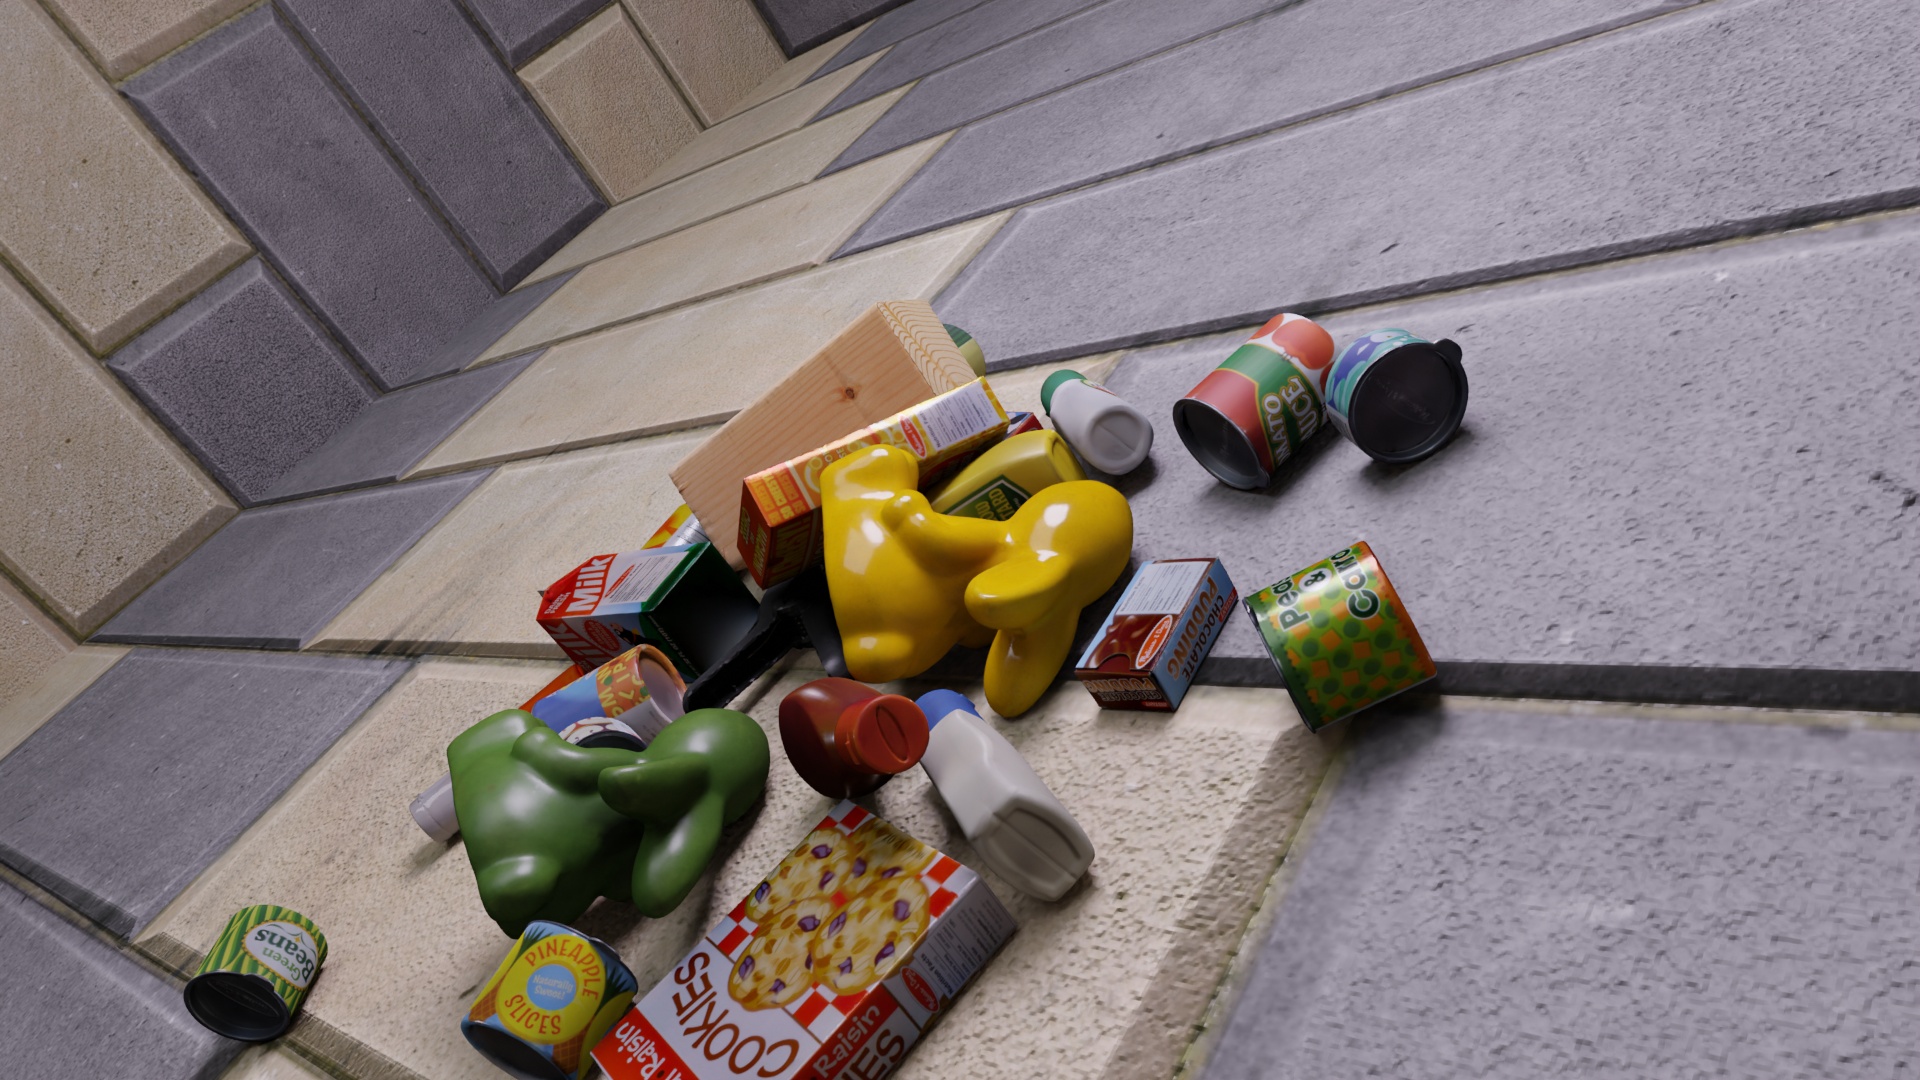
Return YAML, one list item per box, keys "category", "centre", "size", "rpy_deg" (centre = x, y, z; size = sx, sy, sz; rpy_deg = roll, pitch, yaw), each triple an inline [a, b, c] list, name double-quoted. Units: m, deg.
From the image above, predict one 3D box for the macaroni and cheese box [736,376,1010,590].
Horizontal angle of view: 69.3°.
- category: "macaroni and cheese box"
  centre: [-0.058, -0.034, 0.893]
  size: [0.167, 0.040, 0.123]
  rpy_deg: [-26, -13, -19]

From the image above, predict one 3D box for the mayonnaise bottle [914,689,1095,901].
- category: "mayonnaise bottle"
  centre: [0.010, 0.113, 0.660]
  size: [0.041, 0.064, 0.148]
  rpy_deg: [-48, 23, -1]

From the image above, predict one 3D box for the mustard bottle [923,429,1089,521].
- category: "mustard bottle"
  centre: [0.003, -0.011, 0.878]
  size: [0.160, 0.065, 0.049]
  rpy_deg: [-28, 19, 25]

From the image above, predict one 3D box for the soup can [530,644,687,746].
- category: "soup can"
  centre: [-0.230, 0.114, 0.920]
  size: [0.083, 0.071, 0.071]
  rpy_deg: [-29, 26, 8]

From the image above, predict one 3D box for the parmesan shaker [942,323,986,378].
- category: "parmesan shaker"
  centre: [-0.034, -0.116, 1.075]
  size: [0.071, 0.071, 0.103]
  rpy_deg: [-10, 23, 40]

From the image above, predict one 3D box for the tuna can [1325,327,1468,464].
- category: "tuna can"
  centre: [0.228, -0.078, 0.724]
  size: [0.071, 0.071, 0.033]
  rpy_deg: [-32, 26, 3]

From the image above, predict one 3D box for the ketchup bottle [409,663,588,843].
- category: "ketchup bottle"
  centre: [-0.318, 0.151, 0.983]
  size: [0.149, 0.043, 0.065]
  rpy_deg: [-39, 26, -10]

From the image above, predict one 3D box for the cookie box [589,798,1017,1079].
- category: "cookie box"
  centre: [-0.072, 0.203, 0.622]
  size: [0.168, 0.040, 0.123]
  rpy_deg: [-43, 28, -21]

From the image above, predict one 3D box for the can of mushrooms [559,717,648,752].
- category: "can of mushrooms"
  centre: [-0.226, 0.146, 0.861]
  size: [0.071, 0.071, 0.033]
  rpy_deg: [-41, 26, -15]

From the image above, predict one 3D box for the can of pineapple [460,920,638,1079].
- category: "can of pineapple"
  centre: [-0.204, 0.231, 0.690]
  size: [0.071, 0.071, 0.058]
  rpy_deg: [-12, 35, 38]

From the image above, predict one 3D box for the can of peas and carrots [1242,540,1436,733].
- category: "can of peas and carrots"
  centre: [0.162, 0.039, 0.598]
  size: [0.058, 0.070, 0.071]
  rpy_deg: [-28, 27, 12]

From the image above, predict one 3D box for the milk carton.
- category: "milk carton"
  centre: [-0.242, 0.056, 1.026]
  size: [0.190, 0.072, 0.074]
  rpy_deg: [-6, 38, 42]

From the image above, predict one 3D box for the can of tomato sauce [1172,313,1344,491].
- category: "can of tomato sauce"
  centre: [0.175, -0.078, 0.790]
  size: [0.083, 0.071, 0.071]
  rpy_deg: [-41, 27, -16]

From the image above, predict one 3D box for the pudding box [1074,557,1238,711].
- category: "pudding box"
  centre: [0.100, 0.046, 0.703]
  size: [0.049, 0.030, 0.084]
  rpy_deg: [-4, 39, 44]

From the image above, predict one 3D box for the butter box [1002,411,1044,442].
- category: "butter box"
  centre: [0.011, -0.069, 1.006]
  size: [0.053, 0.024, 0.103]
  rpy_deg: [-46, 29, -22]

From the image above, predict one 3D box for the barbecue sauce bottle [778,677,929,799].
- category: "barbecue sauce bottle"
  centre: [-0.054, 0.099, 0.698]
  size: [0.044, 0.065, 0.148]
  rpy_deg: [-26, 0, -20]

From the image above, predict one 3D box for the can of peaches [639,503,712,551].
- category: "can of peaches"
  centre: [-0.209, 0.014, 1.068]
  size: [0.071, 0.071, 0.058]
  rpy_deg: [-8, 36, 42]

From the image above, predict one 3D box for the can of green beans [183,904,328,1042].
- category: "can of green beans"
  centre: [-0.453, 0.278, 0.896]
  size: [0.071, 0.071, 0.058]
  rpy_deg: [-25, 27, 18]

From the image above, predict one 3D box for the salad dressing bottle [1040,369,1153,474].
- category: "salad dressing bottle"
  centre: [0.084, -0.082, 0.910]
  size: [0.044, 0.064, 0.148]
  rpy_deg: [-54, 17, 8]
